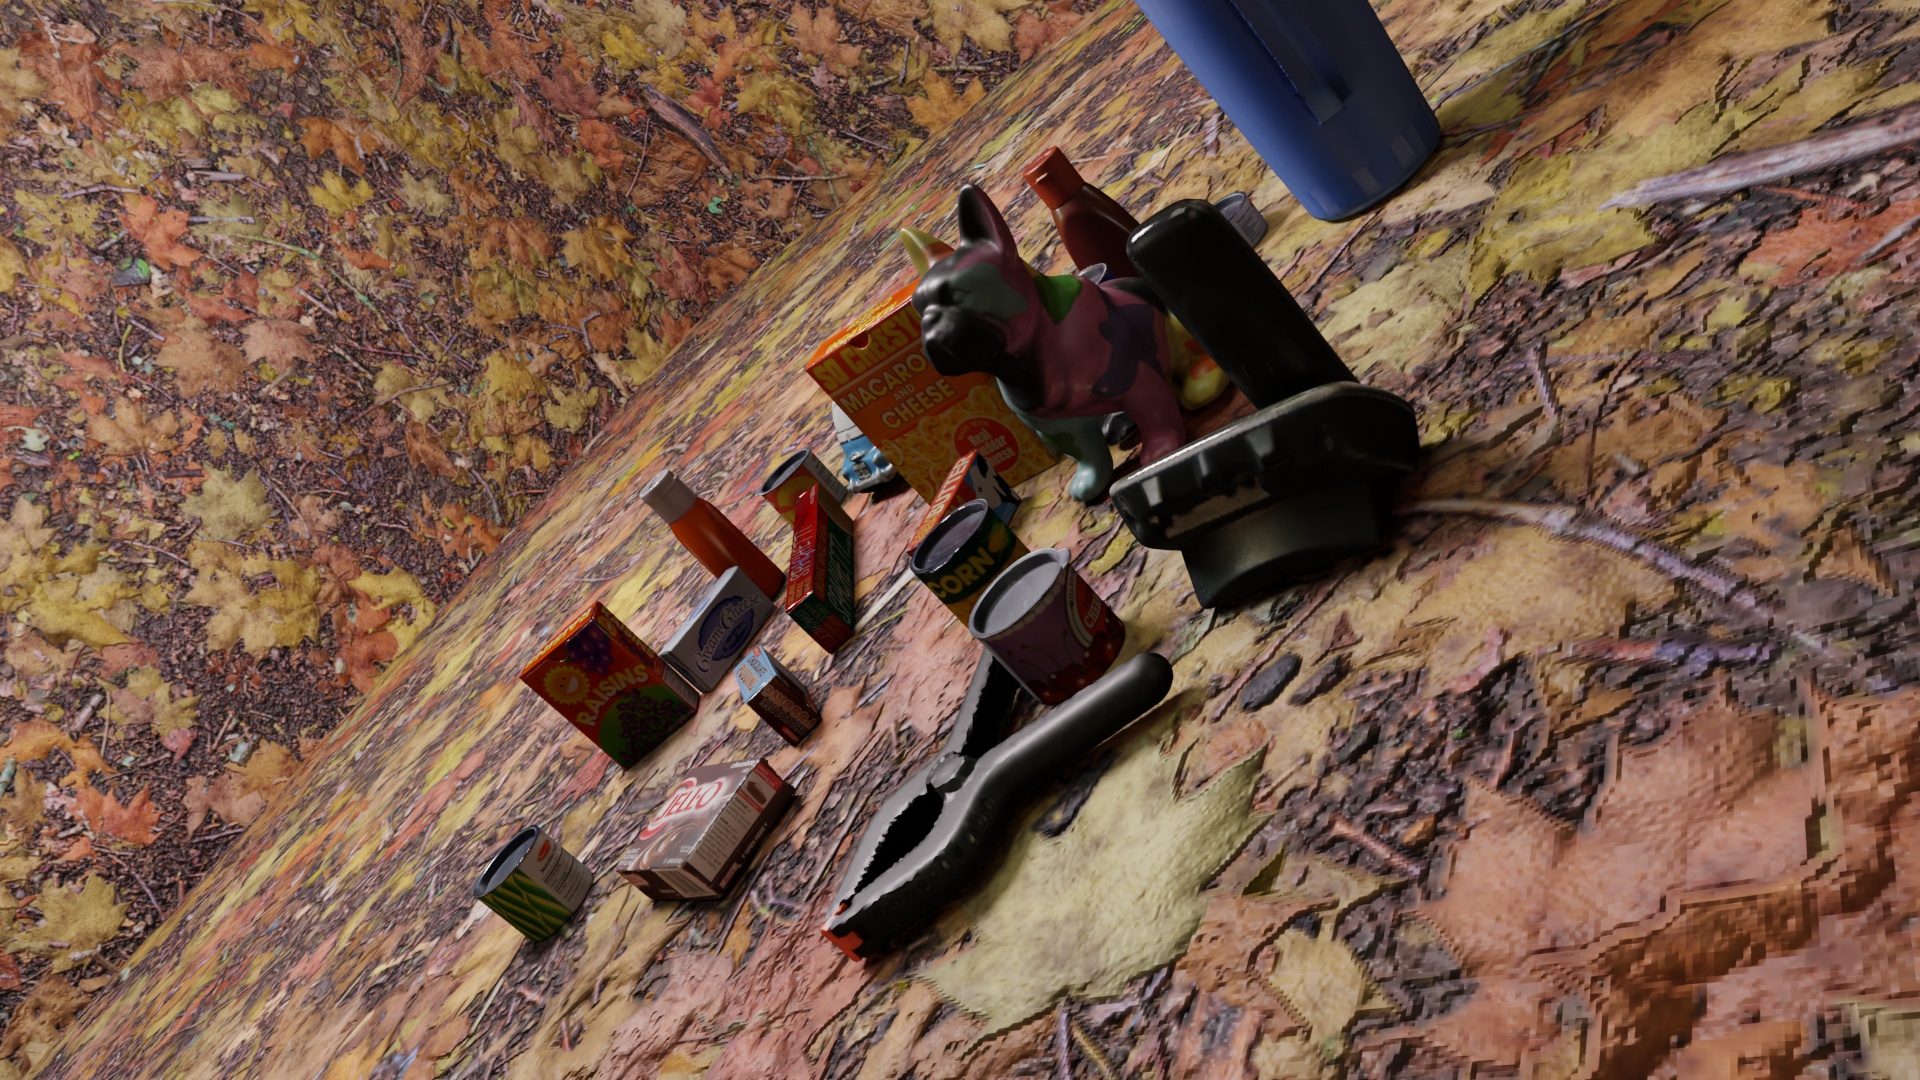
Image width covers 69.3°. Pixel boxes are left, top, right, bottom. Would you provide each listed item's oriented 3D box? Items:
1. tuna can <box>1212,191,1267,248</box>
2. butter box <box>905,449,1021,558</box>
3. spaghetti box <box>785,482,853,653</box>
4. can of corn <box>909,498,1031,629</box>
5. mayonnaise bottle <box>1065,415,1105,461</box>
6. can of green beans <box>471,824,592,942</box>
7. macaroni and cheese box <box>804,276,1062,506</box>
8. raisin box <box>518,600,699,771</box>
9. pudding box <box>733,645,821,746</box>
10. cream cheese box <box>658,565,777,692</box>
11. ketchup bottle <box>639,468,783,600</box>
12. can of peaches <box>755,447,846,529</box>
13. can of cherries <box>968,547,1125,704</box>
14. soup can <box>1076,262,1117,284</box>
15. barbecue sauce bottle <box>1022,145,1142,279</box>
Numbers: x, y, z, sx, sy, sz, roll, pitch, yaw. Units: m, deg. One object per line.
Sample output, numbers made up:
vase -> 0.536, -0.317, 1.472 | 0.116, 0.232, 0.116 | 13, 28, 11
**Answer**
tuna can -> 0.206, -0.242, 1.105 | 0.071, 0.033, 0.071 | -37, 20, 16
butter box -> 0.004, -0.012, 0.986 | 0.024, 0.053, 0.104 | -25, 26, 42
spaghetti box -> -0.115, 0.017, 1.159 | 0.028, 0.050, 0.251 | -39, 19, 11
can of corn -> 0.010, 0.018, 0.901 | 0.071, 0.058, 0.071 | -37, 20, 16
mayonnaise bottle -> 0.047, -0.124, 0.990 | 0.041, 0.148, 0.065 | -40, 19, 9
can of green beans -> -0.319, 0.257, 1.041 | 0.071, 0.057, 0.071 | -37, 20, 16
macaroni and cheese box -> -0.018, -0.104, 1.048 | 0.123, 0.166, 0.040 | -27, 25, 39
raisin box -> -0.295, 0.124, 1.175 | 0.086, 0.123, 0.040 | -39, 19, 11
pudding box -> -0.133, 0.110, 0.999 | 0.030, 0.049, 0.084 | -44, 19, -4
cream cheese box -> -0.211, 0.078, 1.213 | 0.024, 0.053, 0.104 | -16, 32, 53
ketchup bottle -> -0.227, -0.002, 1.268 | 0.043, 0.148, 0.065 | -39, 19, 12
can of peaches -> -0.155, -0.047, 1.361 | 0.071, 0.058, 0.071 | -37, 20, 16
can of cherries -> 0.050, 0.046, 0.764 | 0.071, 0.058, 0.072 | -37, 20, 16
soup can -> 0.108, -0.152, 1.029 | 0.071, 0.083, 0.071 | -37, 20, 16
barbecue sauce bottle -> 0.111, -0.256, 1.143 | 0.064, 0.148, 0.044 | -30, 23, 33
